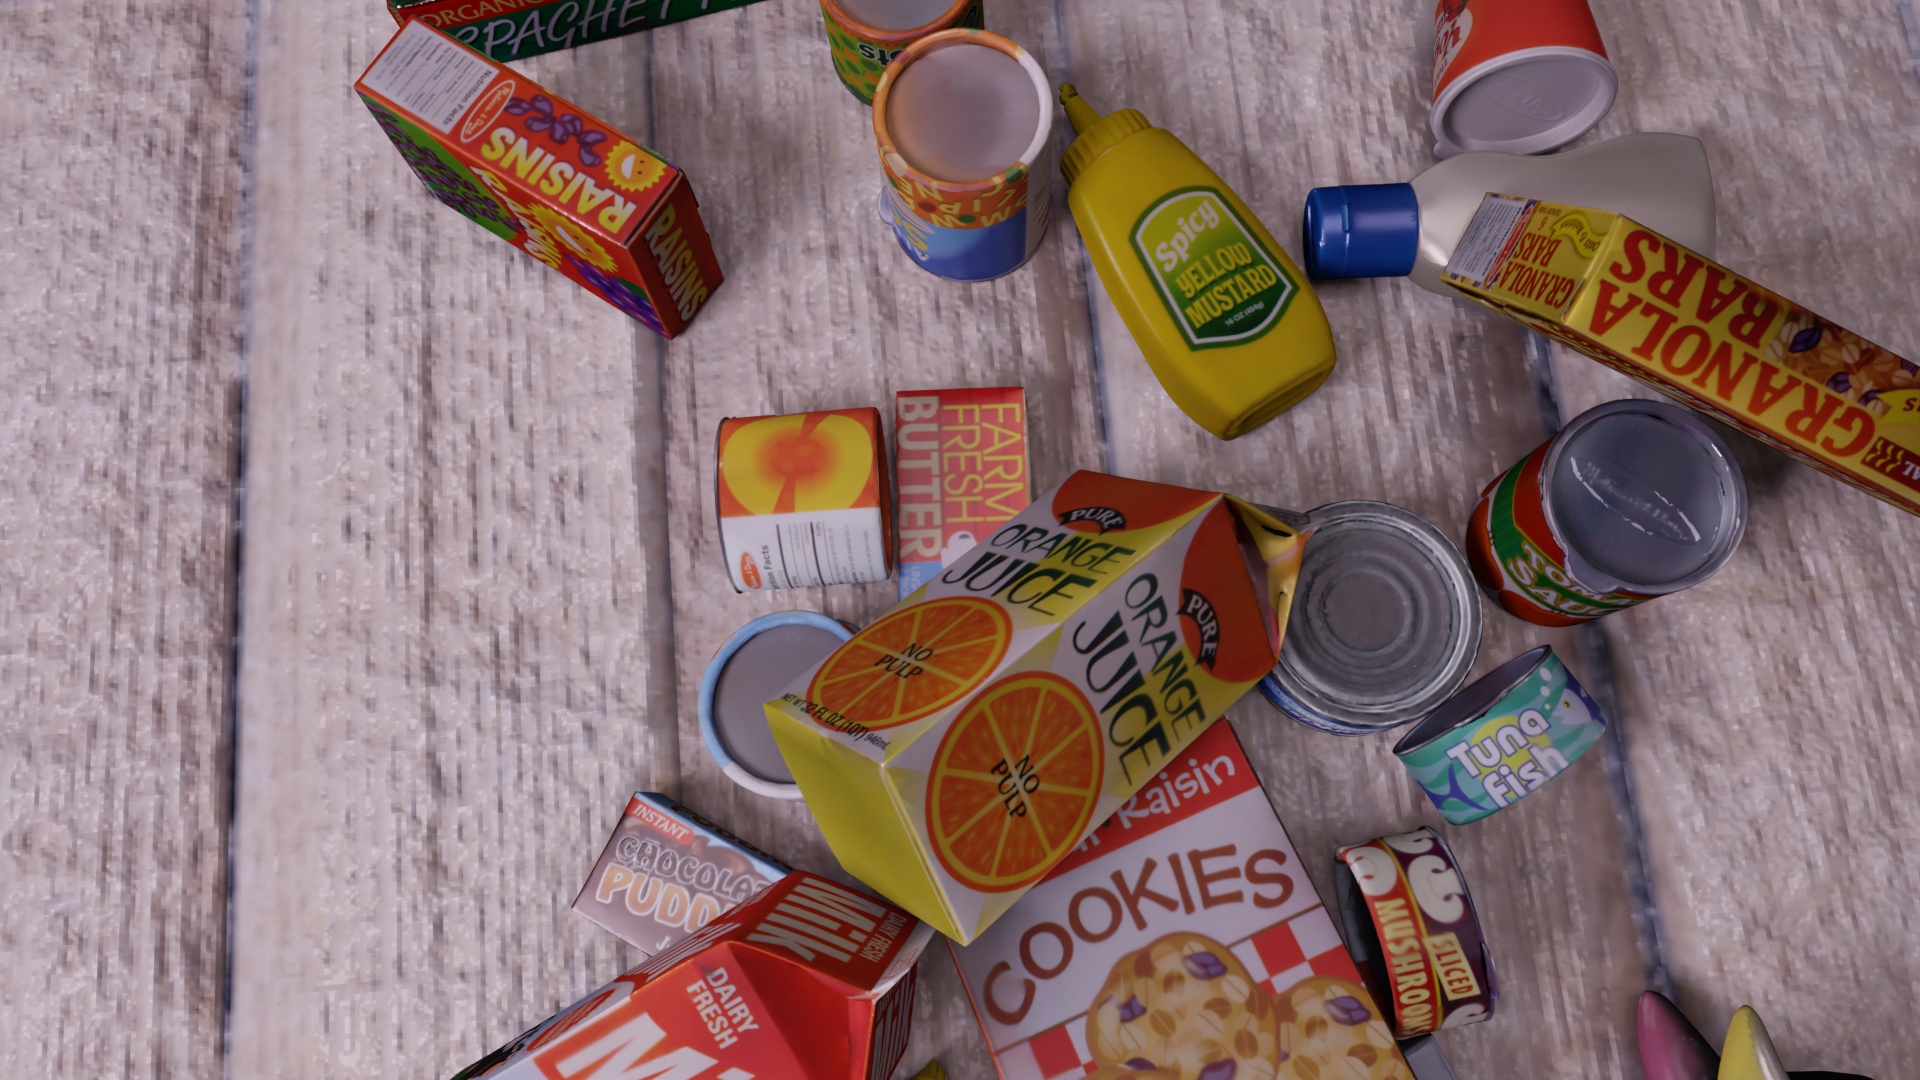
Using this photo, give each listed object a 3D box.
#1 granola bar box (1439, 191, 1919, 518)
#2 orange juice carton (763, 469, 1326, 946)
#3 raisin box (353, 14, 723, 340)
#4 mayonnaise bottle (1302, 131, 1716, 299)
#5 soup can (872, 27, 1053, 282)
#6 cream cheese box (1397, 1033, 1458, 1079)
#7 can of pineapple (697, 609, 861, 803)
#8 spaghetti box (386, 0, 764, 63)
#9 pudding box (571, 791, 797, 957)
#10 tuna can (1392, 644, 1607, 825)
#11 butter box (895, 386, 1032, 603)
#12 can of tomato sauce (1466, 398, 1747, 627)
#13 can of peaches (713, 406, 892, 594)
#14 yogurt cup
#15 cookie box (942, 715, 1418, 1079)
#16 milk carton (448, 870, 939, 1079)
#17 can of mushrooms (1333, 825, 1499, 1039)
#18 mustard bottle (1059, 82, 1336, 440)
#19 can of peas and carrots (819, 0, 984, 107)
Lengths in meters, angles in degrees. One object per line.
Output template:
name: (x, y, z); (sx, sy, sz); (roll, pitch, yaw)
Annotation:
granola bar box: (0.258, -0.061, 0.468); (0.165, 0.124, 0.039); (25, 106, -5)
orange juice carton: (0.038, 0.037, 0.469); (0.193, 0.072, 0.072); (-36, 118, -27)
raisin box: (-0.158, -0.137, 0.535); (0.123, 0.086, 0.040); (32, 76, 8)
mayonnaise bottle: (0.211, -0.123, 0.543); (0.148, 0.041, 0.065); (-2, 84, 3)
soup can: (0.000, -0.145, 0.533); (0.071, 0.083, 0.071); (-1, 78, 3)
cream cheese box: (0.131, 0.219, 0.478); (0.104, 0.024, 0.053); (-28, 77, -4)
can of pineapple: (-0.057, 0.059, 0.503); (0.071, 0.057, 0.071); (0, 78, 2)
spaghetti box: (-0.108, -0.244, 0.576); (0.250, 0.050, 0.029); (-13, 76, -1)
pudding box: (-0.090, 0.131, 0.502); (0.084, 0.030, 0.050); (28, 80, 7)
tuna can: (0.189, 0.068, 0.486); (0.071, 0.071, 0.033); (-35, 80, -5)
butter box: (0.002, -0.007, 0.533); (0.053, 0.024, 0.103); (-3, 78, 1)
can of tomato sauce: (0.225, -0.005, 0.494); (0.071, 0.083, 0.071); (0, 78, 2)
can of peaches: (-0.056, -0.017, 0.516); (0.058, 0.071, 0.071); (-4, 78, 1)
yogurt cup: (0.218, -0.191, 0.546); (0.072, 0.072, 0.054); (0, 70, 2)
cookie box: (0.072, 0.160, 0.469); (0.123, 0.040, 0.168); (-24, 66, -3)
milk carton: (-0.087, 0.171, 0.445); (0.190, 0.072, 0.073); (-32, 87, 10)
can of mushrooms: (0.154, 0.134, 0.473); (0.033, 0.071, 0.071); (-13, 78, 1)
mustard bottle: (0.080, -0.117, 0.541); (0.065, 0.048, 0.160); (-32, 79, -6)
can of peas and carrots: (-0.023, -0.214, 0.561); (0.071, 0.058, 0.071); (-1, 78, 3)
